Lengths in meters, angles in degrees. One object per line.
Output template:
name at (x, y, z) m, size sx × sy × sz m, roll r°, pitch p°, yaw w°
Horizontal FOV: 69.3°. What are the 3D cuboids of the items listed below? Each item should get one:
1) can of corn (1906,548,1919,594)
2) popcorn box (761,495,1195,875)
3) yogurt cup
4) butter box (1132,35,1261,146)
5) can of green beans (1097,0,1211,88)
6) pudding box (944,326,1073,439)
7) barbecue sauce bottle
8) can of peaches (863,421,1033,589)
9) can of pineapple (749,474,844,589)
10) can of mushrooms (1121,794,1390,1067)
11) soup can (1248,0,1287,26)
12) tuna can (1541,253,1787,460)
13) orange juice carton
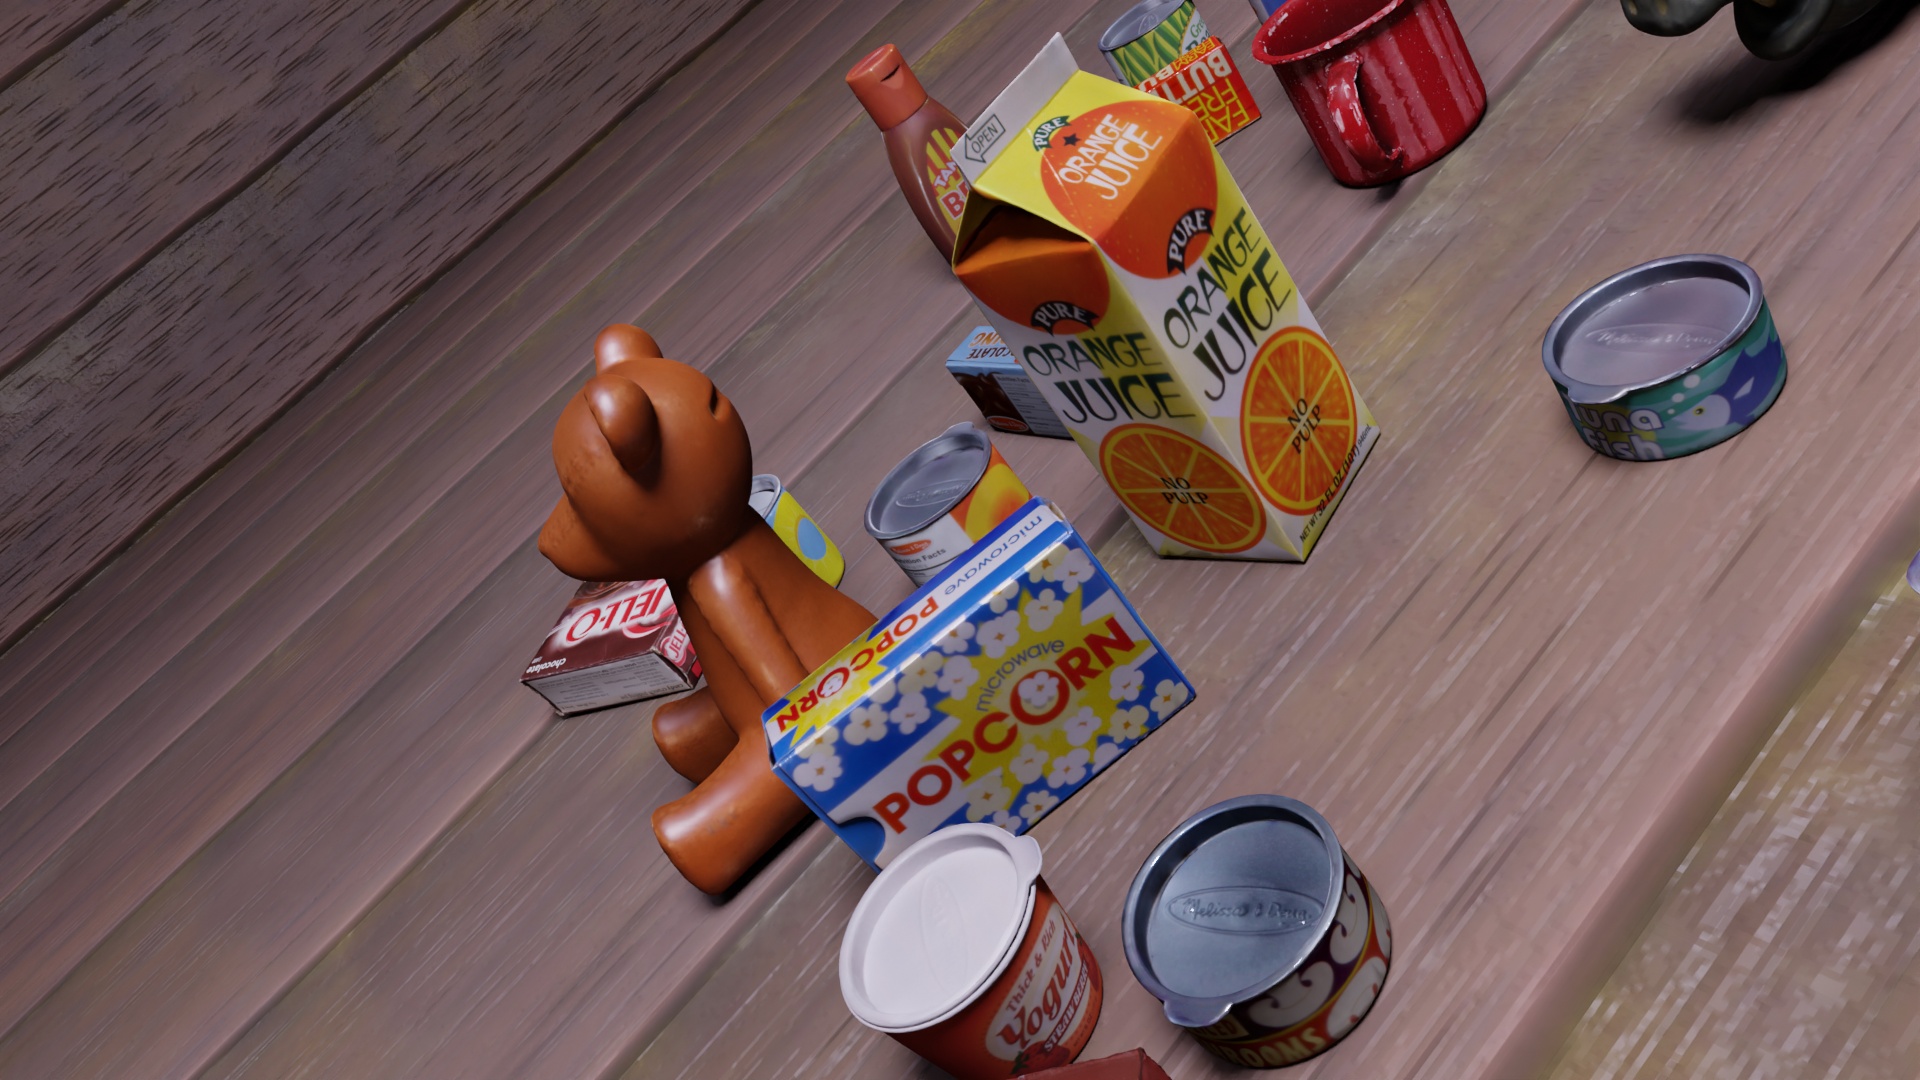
can of corn at (0.238, 0.028, 0.280) m, size 0.071 × 0.058 × 0.071 m, roll -29°, pitch 30°, yaw 18°
popcorn box at (0.007, 0.057, 0.481) m, size 0.127 × 0.085 × 0.038 m, roll -39°, pitch 28°, yaw 1°
yogurt cup at (0.006, 0.127, 0.413) m, size 0.072 × 0.053 × 0.073 m, roll -29°, pitch 30°, yaw 18°
butter box at (0.121, -0.249, 0.828) m, size 0.103 × 0.053 × 0.024 m, roll -30°, pitch 29°, yaw 17°
can of green beans at (0.133, -0.319, 0.911) m, size 0.071 × 0.057 × 0.071 m, roll -29°, pitch 30°, yaw 18°
pudding box at (0.035, -0.078, 0.684) m, size 0.030 × 0.049 × 0.083 m, roll -49°, pitch 30°, yaw -18°
barbecue sauce bottle at (-0.014, -0.237, 0.869) m, size 0.065 × 0.148 × 0.044 m, roll -46°, pitch 29°, yaw -13°
can of peaches at (0.002, -0.008, 0.610) m, size 0.071 × 0.058 × 0.071 m, roll -29°, pitch 30°, yaw 18°
can of pineapple at (-0.102, 0.010, 0.705) m, size 0.071 × 0.057 × 0.071 m, roll -29°, pitch 30°, yaw 18°
can of mushrooms at (0.079, 0.107, 0.377) m, size 0.071 × 0.033 × 0.071 m, roll -29°, pitch 30°, yaw 18°
soup can at (0.202, -0.285, 0.753) m, size 0.071 × 0.083 × 0.072 m, roll -29°, pitch 30°, yaw 18°
tuna can at (0.225, -0.057, 0.448) m, size 0.071 × 0.032 × 0.071 m, roll -29°, pitch 30°, yaw 18°
orange juice carton at (0.068, -0.083, 0.500) m, size 0.073 × 0.192 × 0.072 m, roll 1°, pitch 48°, yaw 51°
